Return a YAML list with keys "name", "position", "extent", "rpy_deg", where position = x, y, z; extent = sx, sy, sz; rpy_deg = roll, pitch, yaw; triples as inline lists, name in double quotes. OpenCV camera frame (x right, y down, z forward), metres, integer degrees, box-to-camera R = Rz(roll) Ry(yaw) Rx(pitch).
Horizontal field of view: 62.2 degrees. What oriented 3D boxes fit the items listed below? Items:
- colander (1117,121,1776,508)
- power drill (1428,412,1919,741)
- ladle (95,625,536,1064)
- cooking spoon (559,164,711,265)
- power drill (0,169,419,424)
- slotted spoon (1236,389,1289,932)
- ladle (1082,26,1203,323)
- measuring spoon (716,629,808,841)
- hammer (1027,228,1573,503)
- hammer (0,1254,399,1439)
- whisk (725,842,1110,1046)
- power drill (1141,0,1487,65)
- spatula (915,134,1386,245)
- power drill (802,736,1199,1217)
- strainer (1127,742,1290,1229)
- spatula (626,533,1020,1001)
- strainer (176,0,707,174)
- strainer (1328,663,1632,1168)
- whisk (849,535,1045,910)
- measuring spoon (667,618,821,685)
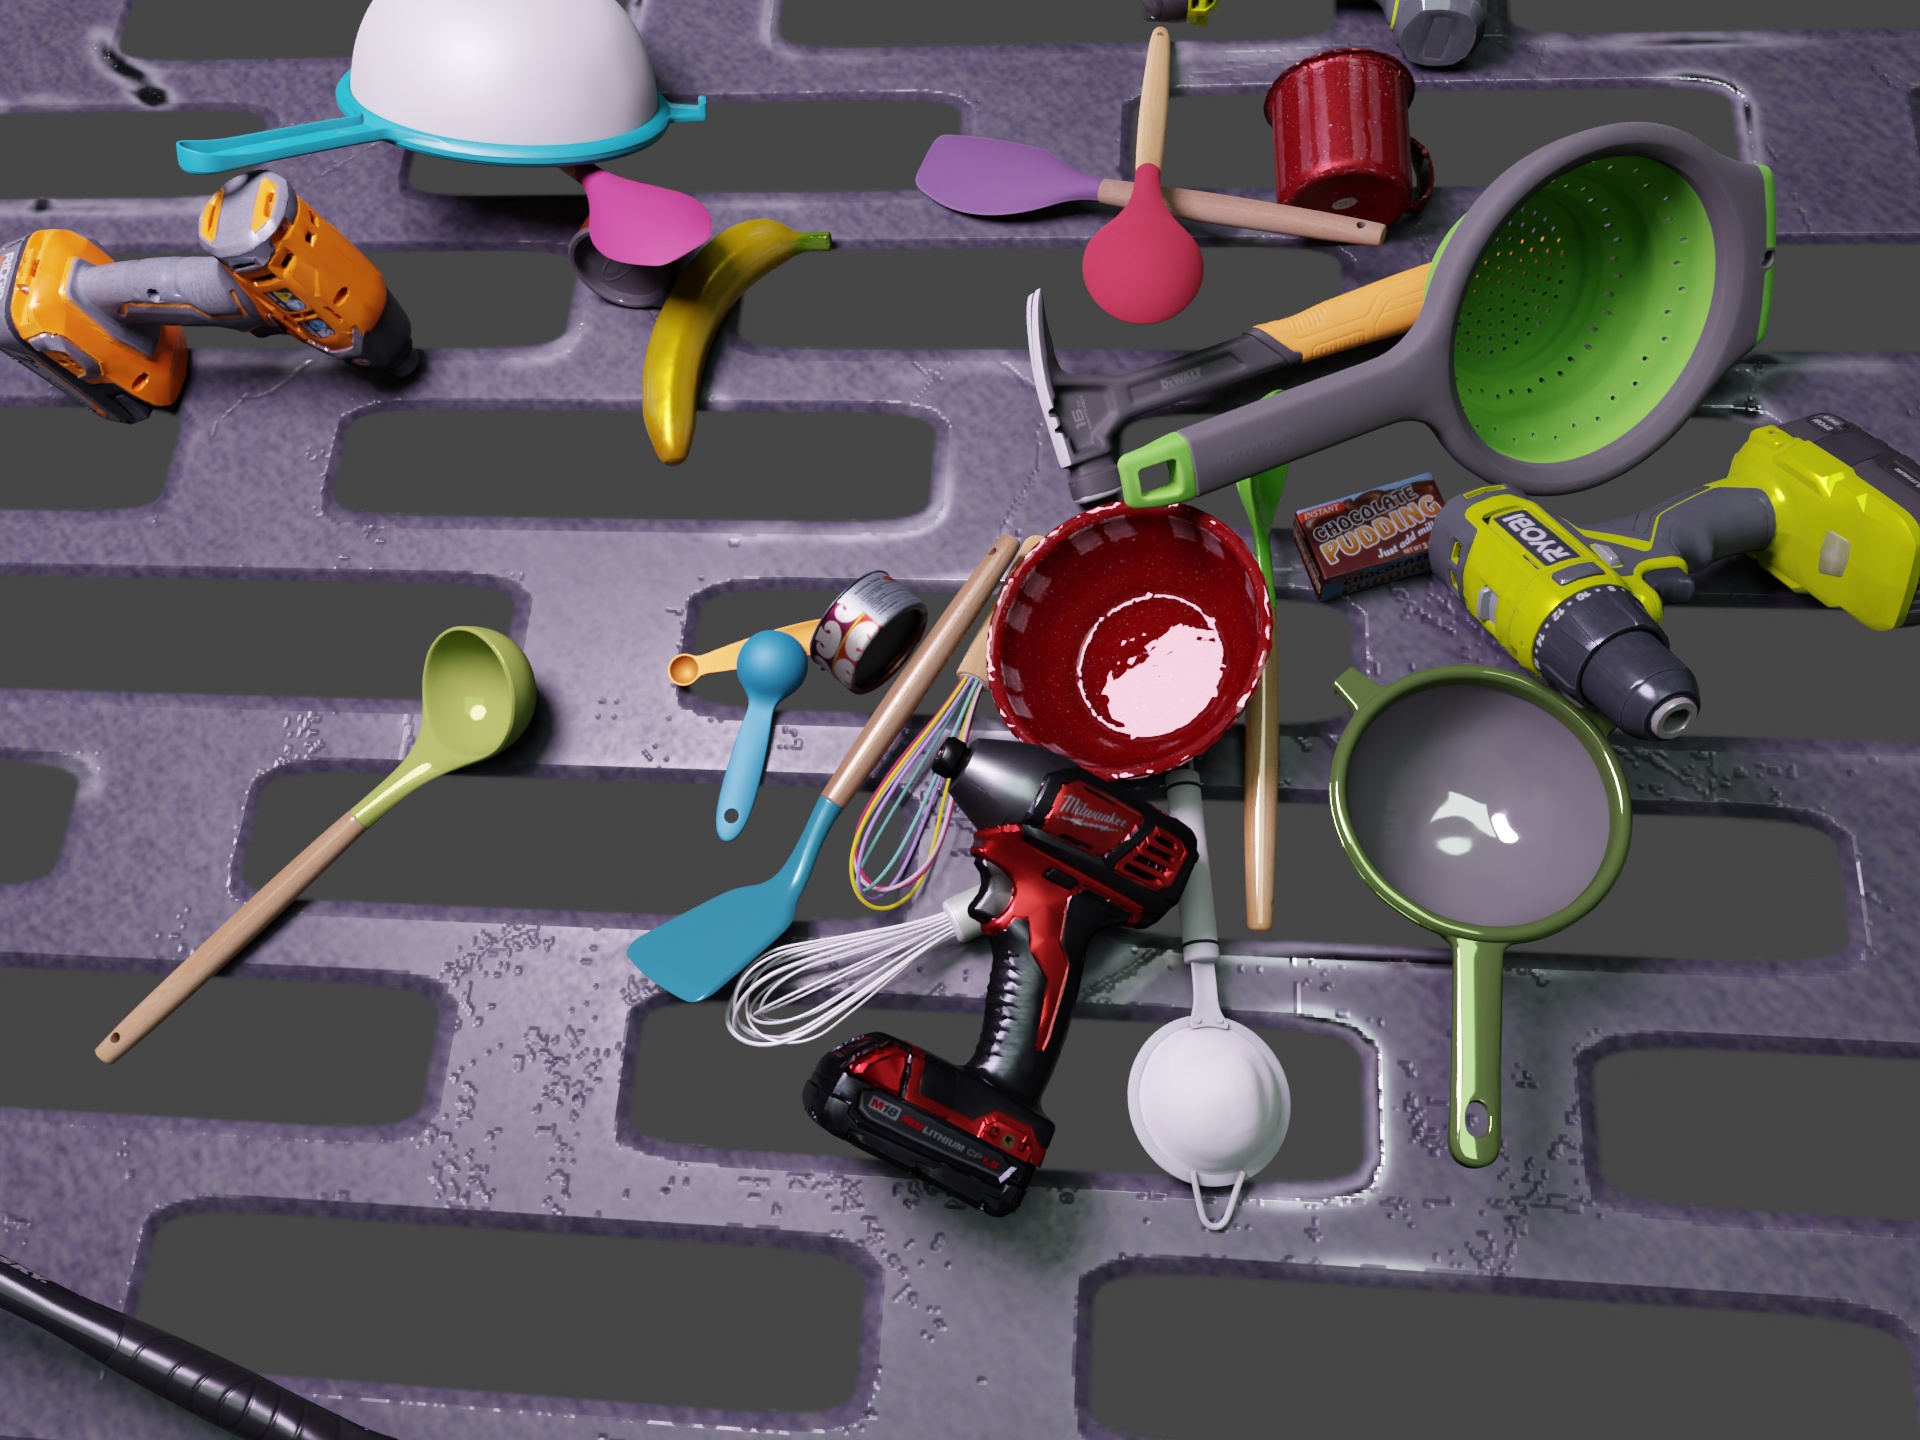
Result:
- name: "colander"
  position: [0.258, -0.210, 0.893]
  extent: [0.397, 0.204, 0.095]
  rpy_deg: [-21, 33, -8]
- name: "power drill"
  position: [0.386, -0.075, 0.826]
  extent: [0.228, 0.080, 0.191]
  rpy_deg: [-15, 38, -7]
- name: "ladle"
  position: [-0.365, 0.071, 0.896]
  extent: [0.320, 0.062, 0.078]
  rpy_deg: [-45, 68, -9]
- name: "cooking spoon"
  position: [-0.255, -0.364, 1.030]
  extent: [0.069, 0.017, 0.319]
  rpy_deg: [-36, 52, -15]
- name: "power drill"
  position: [-0.463, -0.252, 0.994]
  extent: [0.226, 0.164, 0.084]
  rpy_deg: [-7, 67, 16]
- name: "slotted spoon"
  position: [0.168, -0.038, 0.891]
  extent: [0.031, 0.070, 0.314]
  rpy_deg: [-4, 72, 25]
- name: "ladle"
  position: [0.118, -0.350, 0.982]
  extent: [0.069, 0.031, 0.316]
  rpy_deg: [6, 49, 3]
- name: "measuring spoon"
  position: [-0.119, 0.006, 0.909]
  extent: [0.042, 0.021, 0.129]
  rpy_deg: [12, 74, 3]
- name: "hammer"
  position: [0.207, -0.239, 0.954]
  extent: [0.337, 0.034, 0.127]
  rpy_deg: [-18, 98, -6]
- name: "hammer"
  position: [-0.430, 0.300, 0.789]
  extent: [0.335, 0.146, 0.035]
  rpy_deg: [25, 73, 3]
- name: "whisk"
  position: [-0.011, 0.111, 0.850]
  extent: [0.246, 0.057, 0.059]
  rpy_deg: [-24, 38, -8]
- name: "power drill"
  position: [0.241, -0.530, 1.067]
  extent: [0.223, 0.080, 0.171]
  rpy_deg: [8, 68, 5]
- name: "spatula"
  position: [0.112, -0.329, 1.004]
  extent: [0.316, 0.018, 0.060]
  rpy_deg: [17, 74, 23]
- name: "power drill"
  position: [0.014, 0.119, 0.797]
  extent: [0.143, 0.078, 0.220]
  rpy_deg: [29, 78, -8]
- name: "strainer"
  position: [0.126, 0.129, 0.832]
  extent: [0.087, 0.050, 0.259]
  rpy_deg: [2, 64, -10]
- name: "spatula"
  position: [-0.062, 0.019, 0.879]
  extent: [0.082, 0.044, 0.317]
  rpy_deg: [20, 72, 50]
- name: "strainer"
  position: [-0.327, -0.409, 0.974]
  extent: [0.211, 0.095, 0.340]
  rpy_deg: [29, 40, 22]
- name: "strainer"
  position: [0.258, 0.100, 0.813]
  extent: [0.151, 0.069, 0.256]
  rpy_deg: [6, 69, 5]
- name: "whisk"
  position: [0.000, -0.002, 0.900]
  extent: [0.047, 0.051, 0.245]
  rpy_deg: [29, 68, -6]
- name: "measuring spoon"
  position: [-0.115, -0.041, 0.941]
  extent: [0.117, 0.011, 0.021]
  rpy_deg: [-14, 76, -4]
